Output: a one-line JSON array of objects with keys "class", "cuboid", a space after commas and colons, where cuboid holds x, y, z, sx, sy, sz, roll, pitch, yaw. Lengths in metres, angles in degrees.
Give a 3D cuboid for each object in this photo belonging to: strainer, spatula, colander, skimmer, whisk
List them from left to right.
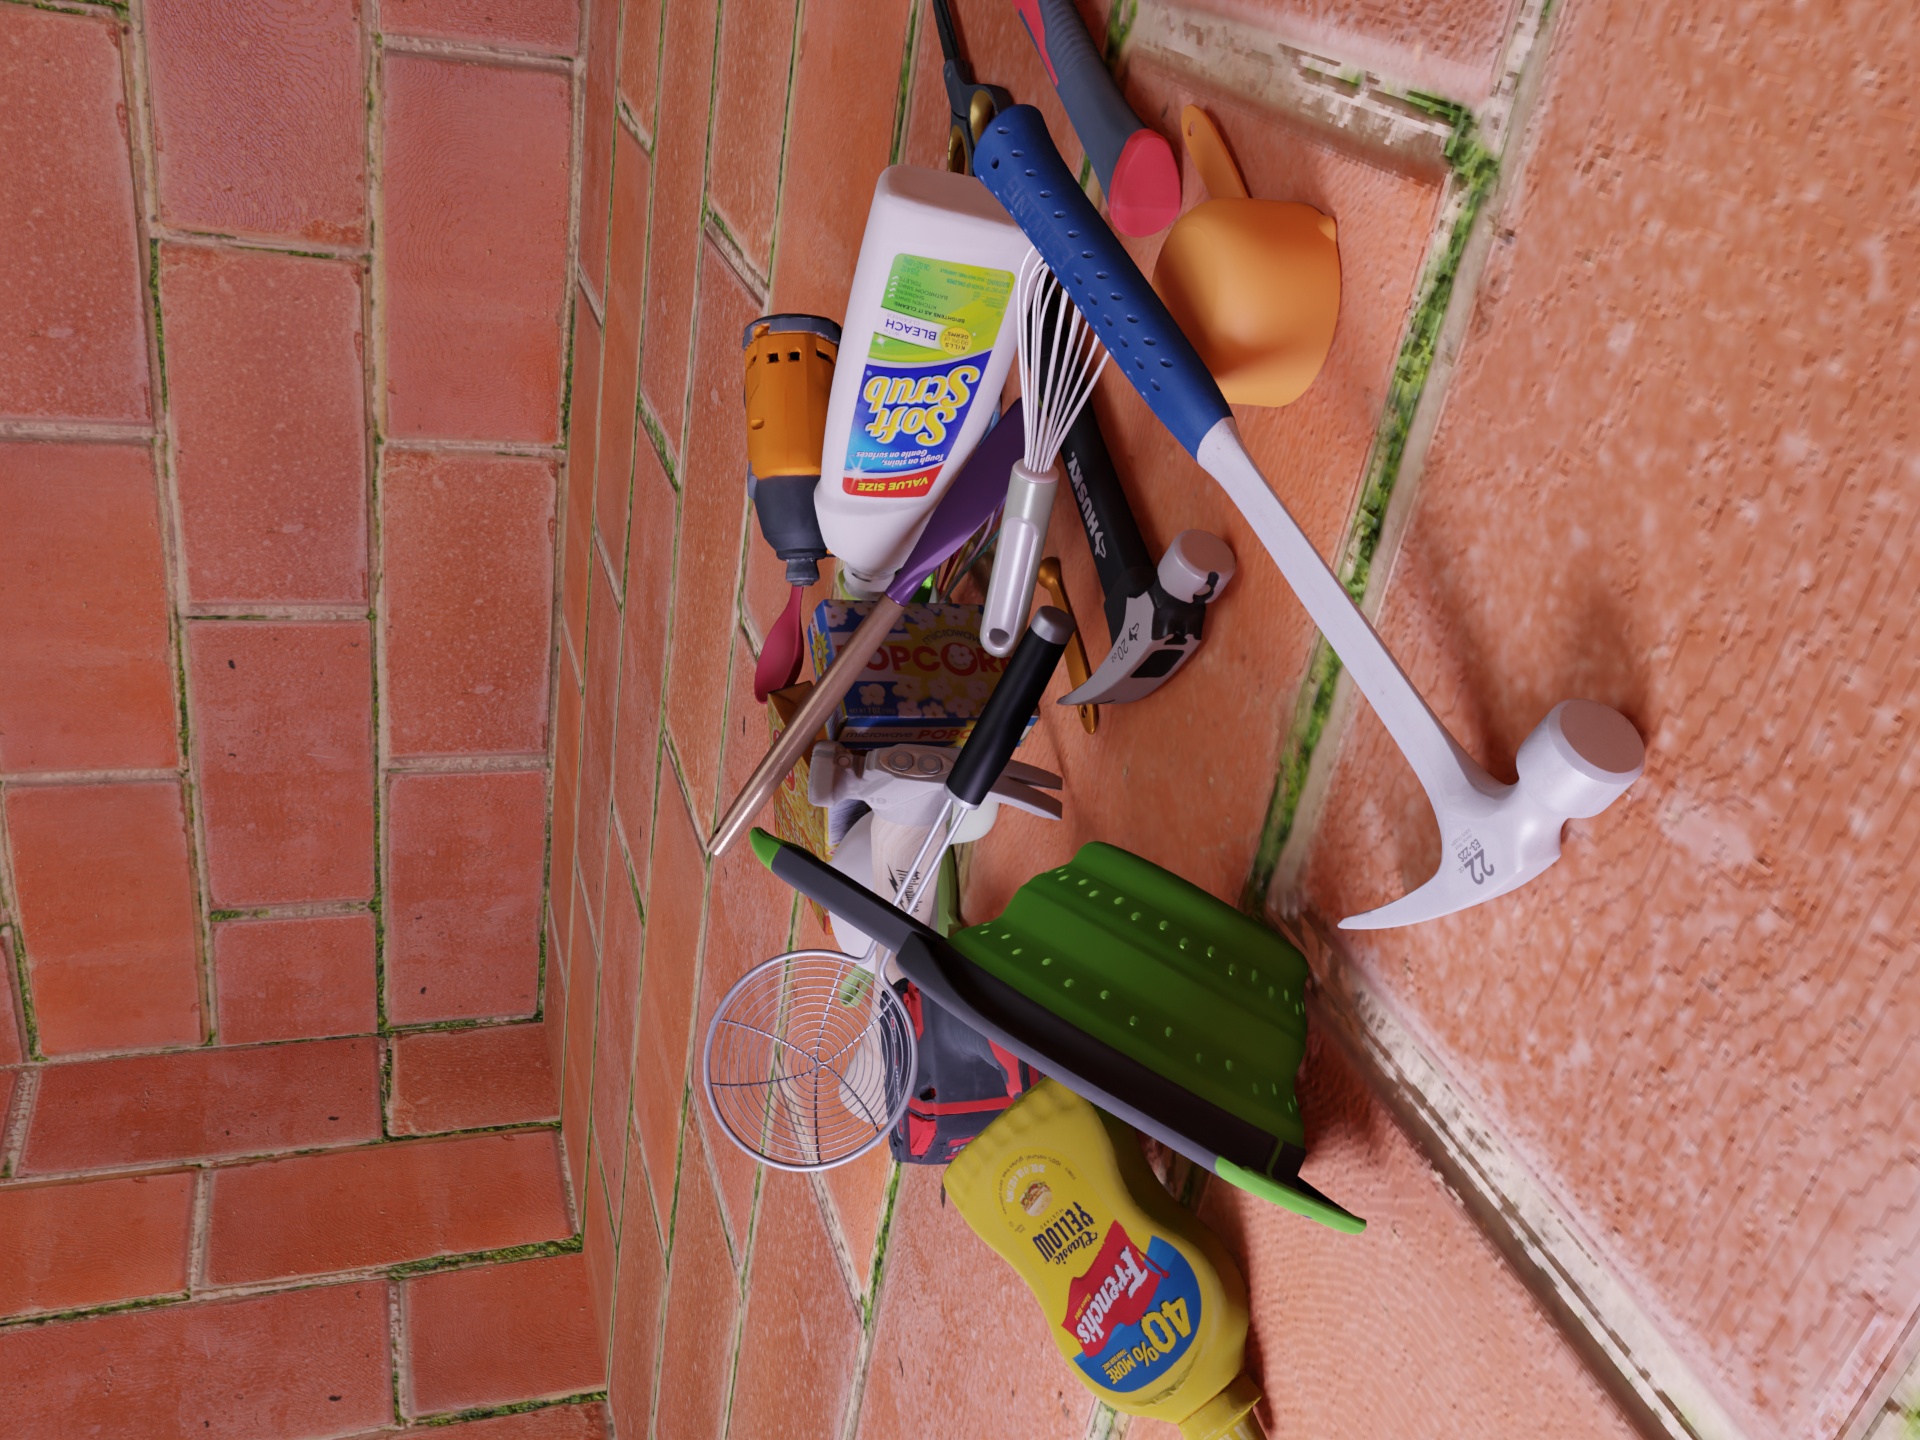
[{"class": "strainer", "cuboid": [-0.075, 0.153, 1.185, 0.256, 0.069, 0.152, 118, 144, -50]}, {"class": "spatula", "cuboid": [-0.051, -0.047, 0.892, 0.316, 0.018, 0.060, -53, 32, 12]}, {"class": "skimmer", "cuboid": [-0.035, 0.097, 0.876, 0.127, 0.090, 0.363, 34, 119, 12]}, {"class": "whisk", "cuboid": [-0.007, -0.094, 1.047, 0.244, 0.051, 0.047, 110, -175, -53]}, {"class": "colander", "cuboid": [0.031, 0.093, 0.744, 0.397, 0.204, 0.094, 24, 83, 47]}, {"class": "whisk", "cuboid": [0.040, -0.134, 0.811, 0.059, 0.058, 0.246, -62, -14, -53]}]

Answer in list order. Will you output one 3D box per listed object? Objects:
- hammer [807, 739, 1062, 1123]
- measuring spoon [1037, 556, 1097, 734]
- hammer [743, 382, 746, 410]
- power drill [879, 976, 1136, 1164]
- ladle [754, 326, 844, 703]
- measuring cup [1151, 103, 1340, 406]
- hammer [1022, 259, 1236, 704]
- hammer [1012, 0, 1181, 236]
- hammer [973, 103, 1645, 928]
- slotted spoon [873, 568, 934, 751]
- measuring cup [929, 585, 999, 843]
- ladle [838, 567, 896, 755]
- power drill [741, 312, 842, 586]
[{"class": "hammer", "cuboid": [-0.030, 0.160, 1.053, 0.410, 0.146, 0.038, 98, 178, -49]}, {"class": "measuring spoon", "cuboid": [0.059, -0.043, 0.905, 0.021, 0.011, 0.117, 121, 142, -55]}, {"class": "hammer", "cuboid": [-0.130, -0.220, 1.354, 0.409, 0.036, 0.149, -122, 38, -54]}, {"class": "power drill", "cuboid": [0.033, 0.222, 0.908, 0.226, 0.080, 0.188, 155, 112, -64]}, {"class": "ladle", "cuboid": [-0.119, -0.153, 1.245, 0.069, 0.031, 0.315, -125, 43, -52]}, {"class": "measuring cup", "cuboid": [0.108, -0.217, 0.708, 0.095, 0.052, 0.174, 119, 142, -53]}, {"class": "hammer", "cuboid": [0.059, -0.161, 0.867, 0.146, 0.035, 0.335, 118, 145, -51]}, {"class": "hammer", "cuboid": [0.041, -0.390, 0.894, 0.143, 0.038, 0.387, 113, 148, -49]}, {"class": "hammer", "cuboid": [0.105, -0.100, 0.641, 0.406, 0.035, 0.144, 62, 150, 27]}, {"class": "slotted spoon", "cuboid": [-0.048, -0.025, 1.097, 0.313, 0.031, 0.070, 98, 152, -52]}, {"class": "measuring cup", "cuboid": [-0.002, -0.003, 1.029, 0.083, 0.038, 0.167, 180, 89, -69]}, {"class": "ladle", "cuboid": [-0.090, -0.008, 1.237, 0.320, 0.062, 0.078, 113, 140, -53]}, {"class": "power drill", "cuboid": [-0.090, -0.164, 1.062, 0.226, 0.084, 0.164, 4, -96, -82]}]
